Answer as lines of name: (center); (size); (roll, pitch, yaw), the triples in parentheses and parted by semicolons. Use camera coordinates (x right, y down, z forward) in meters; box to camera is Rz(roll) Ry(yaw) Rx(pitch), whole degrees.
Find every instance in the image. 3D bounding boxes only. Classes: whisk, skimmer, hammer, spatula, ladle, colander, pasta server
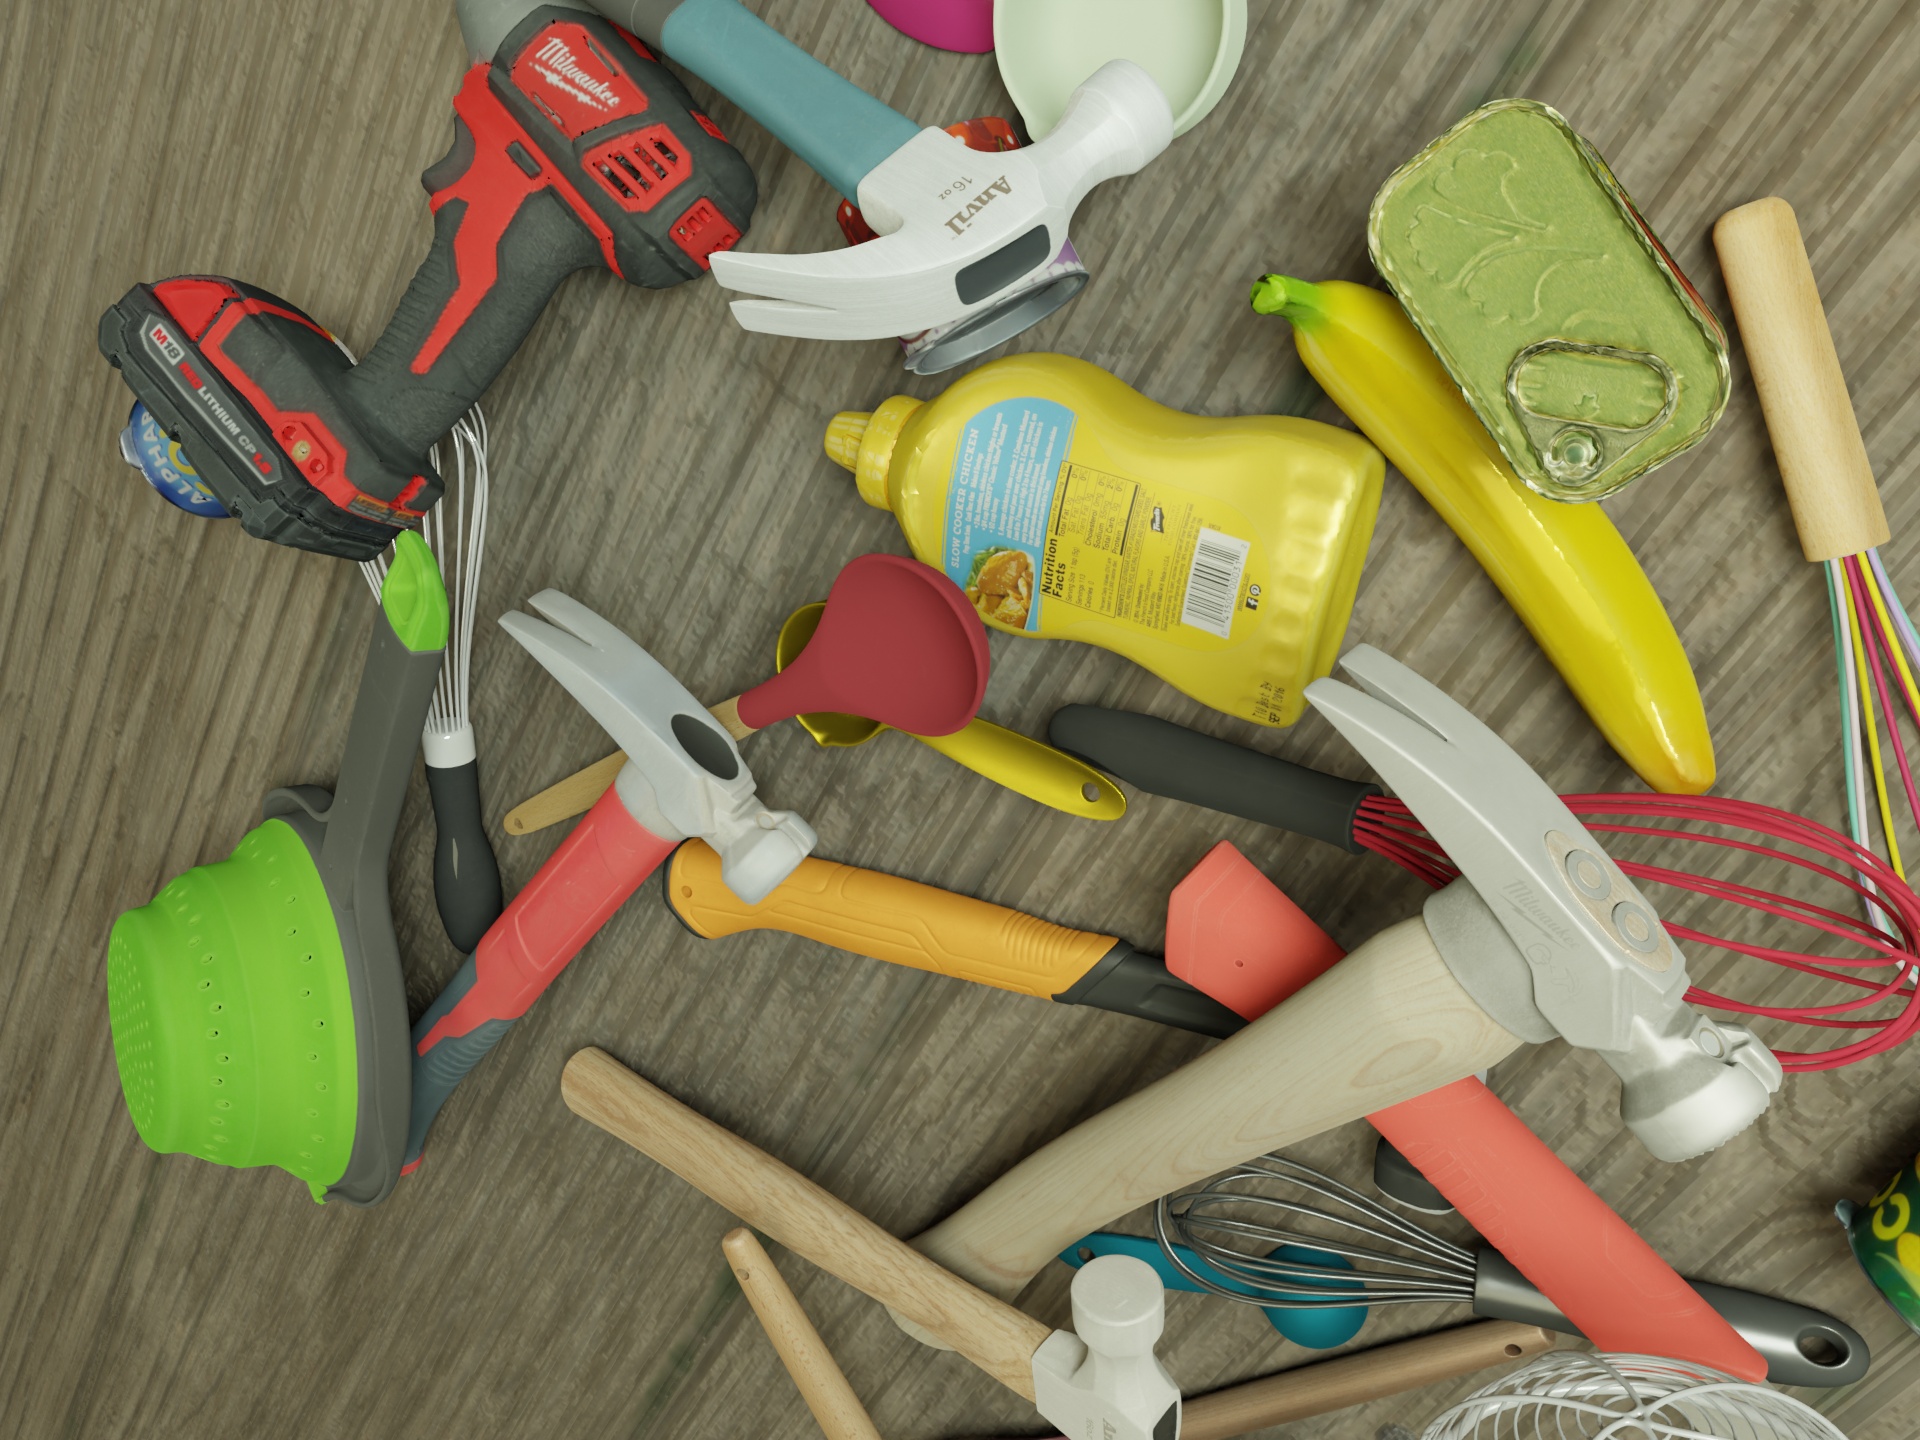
whisk: (0.143, 0.036, 0.491); (0.296, 0.073, 0.073); (17, 114, 40)
skimmer: (0.142, 0.276, 0.509); (0.090, 0.127, 0.363); (61, 152, 24)
hammer: (-0.092, -0.233, 0.515); (0.128, 0.033, 0.331); (-42, 65, -9)
hammer: (-0.214, 0.103, 0.706); (0.143, 0.038, 0.386); (45, 128, -1)
spatula: (-0.024, 0.345, 0.662); (0.082, 0.044, 0.317); (-20, 106, 26)
ladle: (-0.098, 0.005, 0.630); (0.315, 0.031, 0.069); (-22, 98, 42)
hammer: (-0.054, 0.210, 0.648); (0.331, 0.031, 0.130); (17, 125, 38)
colander: (-0.304, 0.079, 0.691); (0.205, 0.094, 0.397); (55, 134, 31)
pasta server: (0.090, 0.289, 0.638); (0.316, 0.040, 0.060); (-31, 102, 31)
hammer: (0.207, 0.169, 0.496); (0.359, 0.037, 0.149); (45, 116, 8)
whisk: (0.258, -0.027, 0.446); (0.051, 0.047, 0.245); (-16, 94, 32)
whisk: (-0.231, -0.020, 0.705); (0.070, 0.070, 0.284); (12, 116, 24)
hammer: (0.060, 0.136, 0.538); (0.146, 0.038, 0.410); (51, 139, 8)
whisk: (0.183, 0.193, 0.557); (0.239, 0.055, 0.055); (6, 109, 21)
hammer: (0.028, 0.084, 0.608); (0.337, 0.034, 0.127); (10, 111, 25)

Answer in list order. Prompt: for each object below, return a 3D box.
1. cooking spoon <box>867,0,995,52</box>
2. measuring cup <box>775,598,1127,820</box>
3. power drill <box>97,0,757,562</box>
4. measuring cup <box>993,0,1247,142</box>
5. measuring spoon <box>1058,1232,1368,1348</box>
cooking spoon: (-0.090, -0.347, 0.543); (0.319, 0.017, 0.068); (46, 121, 7)
measuring cup: (-0.001, -0.002, 0.591); (0.157, 0.029, 0.062); (25, 120, 25)
power drill: (-0.196, -0.174, 0.588); (0.219, 0.078, 0.143); (-41, 84, 6)
measuring cup: (0.019, -0.246, 0.503); (0.167, 0.038, 0.083); (42, 122, 9)
measuring spoon: (0.093, 0.222, 0.623); (0.129, 0.021, 0.042); (1, 106, 27)
